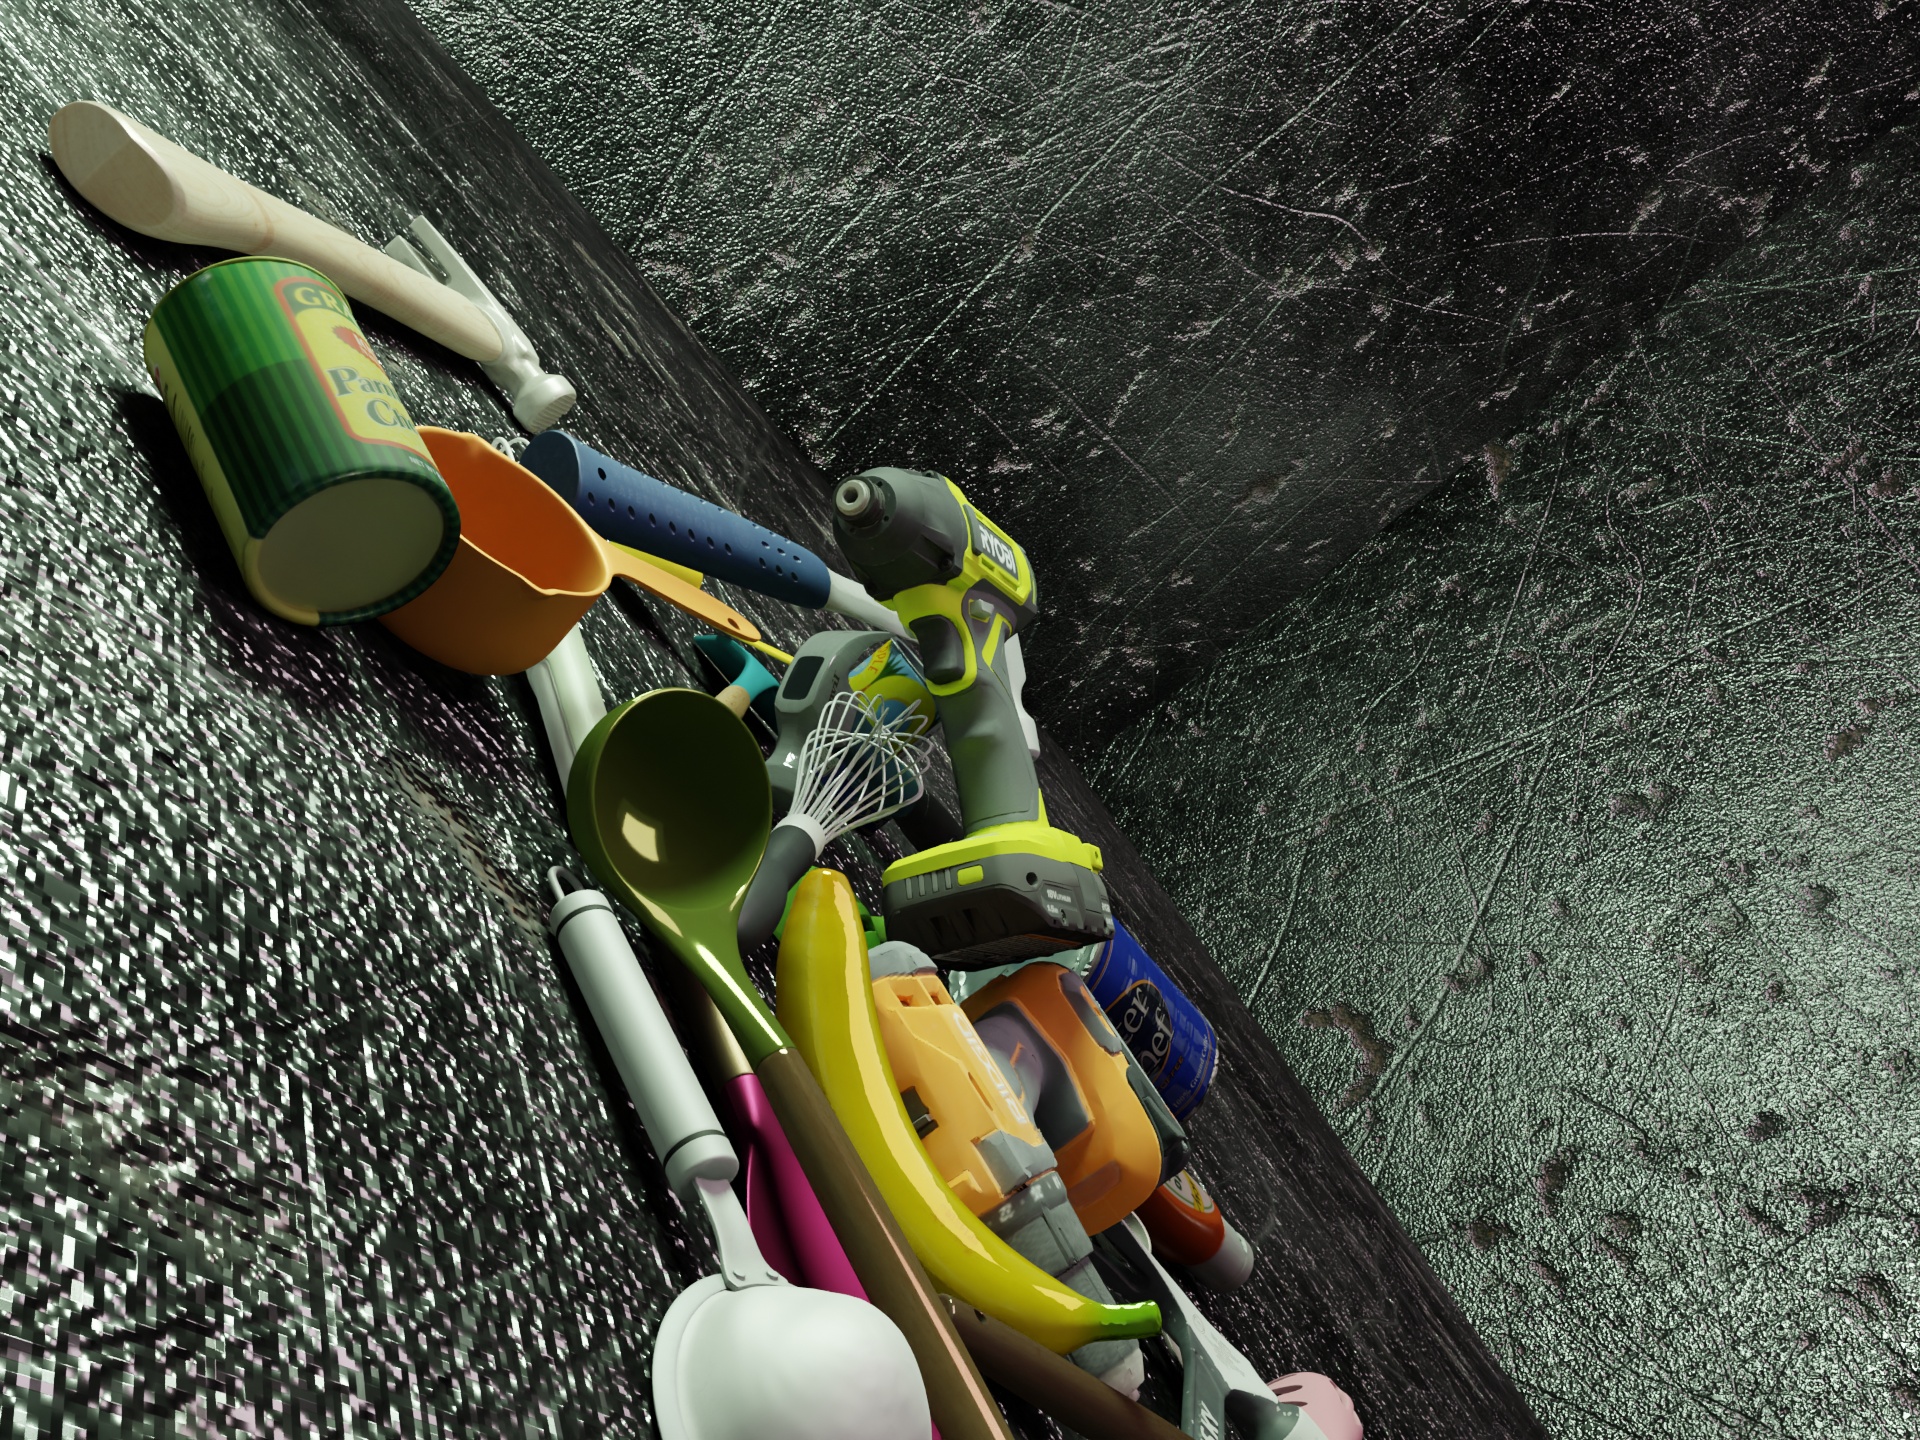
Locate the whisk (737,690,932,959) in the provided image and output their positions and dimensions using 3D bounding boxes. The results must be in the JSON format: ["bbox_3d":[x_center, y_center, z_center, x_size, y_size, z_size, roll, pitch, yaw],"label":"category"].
[{"bbox_3d":[-0.064,0.043,0.716,0.070,0.070,0.285,51,18,-6],"label":"whisk"}]

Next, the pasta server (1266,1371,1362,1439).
[{"bbox_3d":[0.176,0.389,0.777,0.060,0.040,0.316,52,9,10],"label":"pasta server"}]

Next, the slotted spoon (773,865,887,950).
[{"bbox_3d":[-0.035,0.111,0.844,0.070,0.031,0.313,49,3,16],"label":"slotted spoon"}]

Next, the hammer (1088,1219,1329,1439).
[{"bbox_3d":[0.084,0.292,0.570,0.149,0.036,0.409,48,6,8],"label":"hammer"}]

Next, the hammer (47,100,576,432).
[{"bbox_3d":[-0.307,-0.230,0.779,0.146,0.038,0.410,50,6,0],"label":"hammer"}]

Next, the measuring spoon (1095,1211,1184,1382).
[{"bbox_3d":[0.096,0.297,0.790,0.034,0.018,0.124,22,32,-46],"label":"measuring spoon"}]

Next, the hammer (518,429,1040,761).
[{"bbox_3d":[-0.069,-0.072,0.814,0.405,0.035,0.144,18,60,-59],"label":"hammer"}]

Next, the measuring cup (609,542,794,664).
[{"bbox_3d":[-0.130,-0.064,0.909,0.156,0.029,0.062,28,0,-15],"label":"measuring cup"}]

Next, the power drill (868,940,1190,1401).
[{"bbox_3d":[0.031,0.182,0.659,0.185,0.084,0.226,56,10,18],"label":"power drill"}]

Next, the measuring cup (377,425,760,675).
[{"bbox_3d":[-0.150,-0.045,0.600,0.173,0.052,0.095,26,25,-48],"label":"measuring cup"}]

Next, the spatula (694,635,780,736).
[{"bbox_3d":[-0.127,0.003,0.819,0.082,0.044,0.317,50,10,-8],"label":"spatula"}]

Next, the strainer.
[{"bbox_3d":[-0.066,0.125,0.428,0.086,0.050,0.259,23,22,-48],"label":"strainer"}]

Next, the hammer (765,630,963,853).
[{"bbox_3d":[-0.031,0.054,0.978,0.330,0.033,0.128,54,45,-56],"label":"hammer"}]

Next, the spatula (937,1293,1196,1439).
[{"bbox_3d":[0.090,0.264,0.545,0.315,0.018,0.060,44,7,-32],"label":"spatula"}]

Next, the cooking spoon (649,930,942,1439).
[{"bbox_3d":[-0.082,0.104,0.533,0.068,0.017,0.319,31,18,-45],"label":"cooking spoon"}]

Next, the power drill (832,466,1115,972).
[{"bbox_3d":[-0.001,-0.002,0.741,0.171,0.080,0.223,27,49,-65],"label":"power drill"}]

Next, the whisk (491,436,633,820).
[{"bbox_3d":[-0.171,-0.041,0.650,0.059,0.057,0.247,5,37,-32],"label":"whisk"}]

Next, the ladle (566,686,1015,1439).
[{"bbox_3d":[-0.037,0.115,0.472,0.078,0.062,0.320,7,39,-47],"label":"ladle"}]
